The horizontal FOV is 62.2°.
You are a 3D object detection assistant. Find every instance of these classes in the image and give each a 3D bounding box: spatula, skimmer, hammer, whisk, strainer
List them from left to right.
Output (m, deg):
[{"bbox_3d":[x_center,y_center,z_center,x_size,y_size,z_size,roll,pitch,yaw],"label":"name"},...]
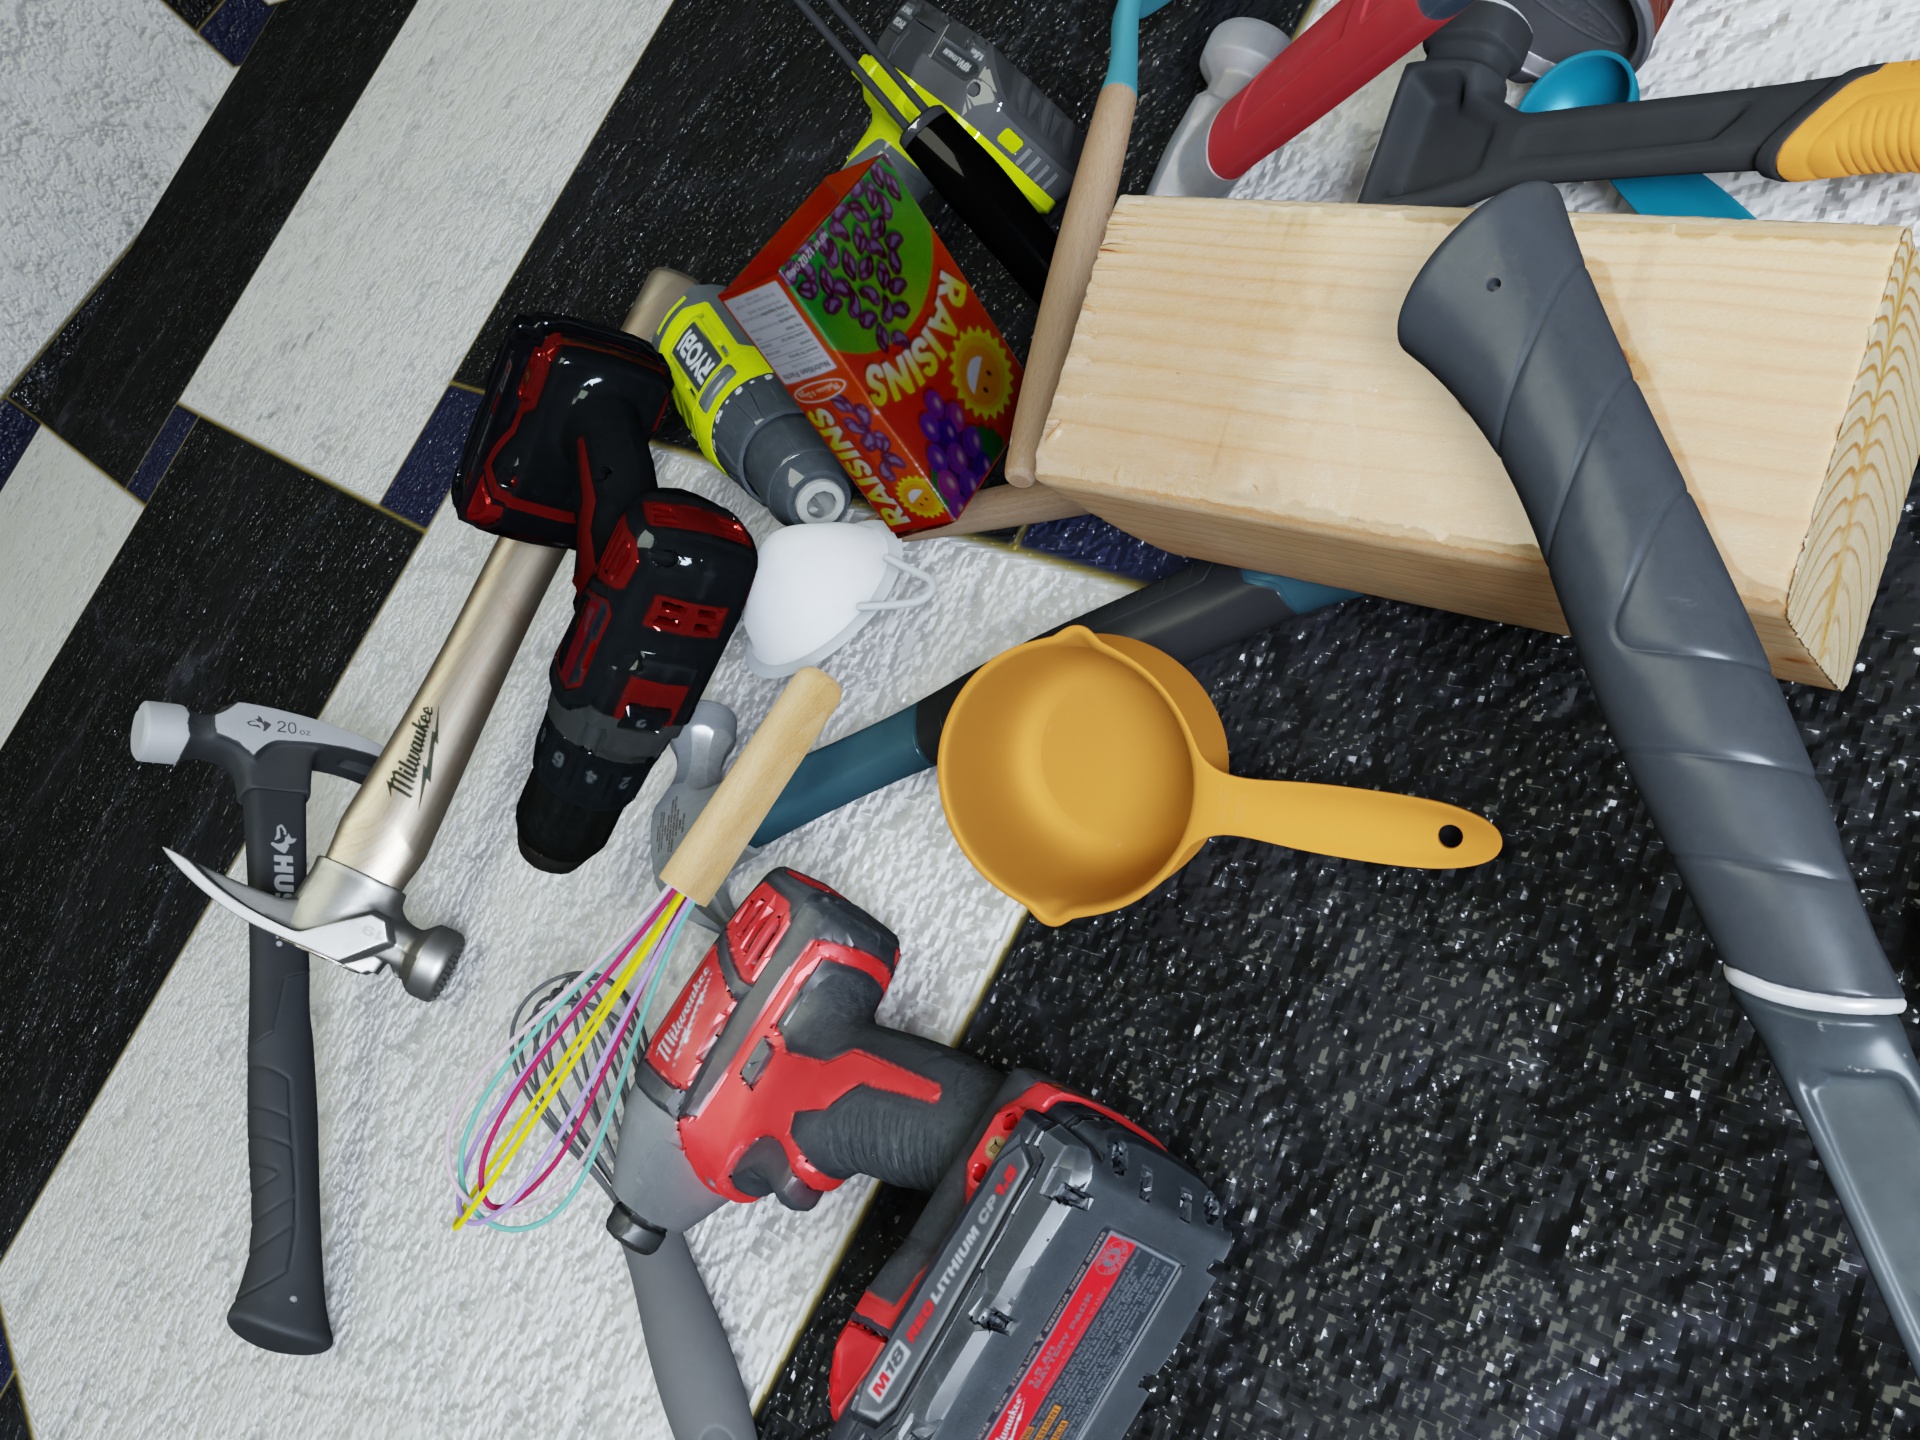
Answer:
[{"bbox_3d":[-0.337,0.144,0.801,0.035,0.146,0.335,-39,54,39],"label":"hammer"},{"bbox_3d":[-0.246,-0.070,0.834,0.411,0.146,0.038,-66,6,-17],"label":"hammer"},{"bbox_3d":[-0.123,0.185,0.600,0.055,0.055,0.239,-47,45,13],"label":"whisk"},{"bbox_3d":[-0.115,0.084,0.597,0.051,0.047,0.245,29,78,19],"label":"whisk"},{"bbox_3d":[-0.107,-0.050,0.723,0.258,0.050,0.087,-11,45,50],"label":"strainer"},{"bbox_3d":[-0.053,-0.289,0.670,0.127,0.363,0.090,-41,2,5],"label":"skimmer"},{"bbox_3d":[-0.001,-0.002,0.604,0.331,0.033,0.128,-25,49,33],"label":"hammer"},{"bbox_3d":[0.069,-0.226,0.634,0.082,0.044,0.318,126,160,-67],"label":"spatula"},{"bbox_3d":[0.075,-0.093,0.597,0.316,0.018,0.060,-4,48,43],"label":"spatula"},{"bbox_3d":[0.143,-0.213,0.465,0.143,0.038,0.386,-67,15,-8],"label":"hammer"},{"bbox_3d":[0.174,0.068,0.298,0.149,0.036,0.409,-26,67,28],"label":"hammer"},{"bbox_3d":[0.249,-0.152,0.416,0.337,0.034,0.127,16,84,50],"label":"hammer"}]

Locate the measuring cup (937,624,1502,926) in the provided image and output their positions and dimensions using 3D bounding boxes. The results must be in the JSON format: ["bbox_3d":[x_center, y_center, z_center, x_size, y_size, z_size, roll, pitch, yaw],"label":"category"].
[{"bbox_3d":[0.081,0.021,0.498,0.174,0.052,0.095,8,100,22],"label":"measuring cup"}]

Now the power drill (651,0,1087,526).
[{"bbox_3d":[-0.046,-0.207,0.748,0.228,0.080,0.191,-50,41,14],"label":"power drill"}]

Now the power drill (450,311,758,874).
[{"bbox_3d":[-0.172,-0.061,0.726,0.187,0.080,0.227,-59,39,29],"label":"power drill"}]

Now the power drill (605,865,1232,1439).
[{"bbox_3d":[-0.035,0.145,0.506,0.220,0.078,0.143,25,80,51],"label":"power drill"}]

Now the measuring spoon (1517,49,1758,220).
[{"bbox_3d":[0.220,-0.167,0.501,0.042,0.021,0.129,-45,47,25],"label":"measuring spoon"}]
